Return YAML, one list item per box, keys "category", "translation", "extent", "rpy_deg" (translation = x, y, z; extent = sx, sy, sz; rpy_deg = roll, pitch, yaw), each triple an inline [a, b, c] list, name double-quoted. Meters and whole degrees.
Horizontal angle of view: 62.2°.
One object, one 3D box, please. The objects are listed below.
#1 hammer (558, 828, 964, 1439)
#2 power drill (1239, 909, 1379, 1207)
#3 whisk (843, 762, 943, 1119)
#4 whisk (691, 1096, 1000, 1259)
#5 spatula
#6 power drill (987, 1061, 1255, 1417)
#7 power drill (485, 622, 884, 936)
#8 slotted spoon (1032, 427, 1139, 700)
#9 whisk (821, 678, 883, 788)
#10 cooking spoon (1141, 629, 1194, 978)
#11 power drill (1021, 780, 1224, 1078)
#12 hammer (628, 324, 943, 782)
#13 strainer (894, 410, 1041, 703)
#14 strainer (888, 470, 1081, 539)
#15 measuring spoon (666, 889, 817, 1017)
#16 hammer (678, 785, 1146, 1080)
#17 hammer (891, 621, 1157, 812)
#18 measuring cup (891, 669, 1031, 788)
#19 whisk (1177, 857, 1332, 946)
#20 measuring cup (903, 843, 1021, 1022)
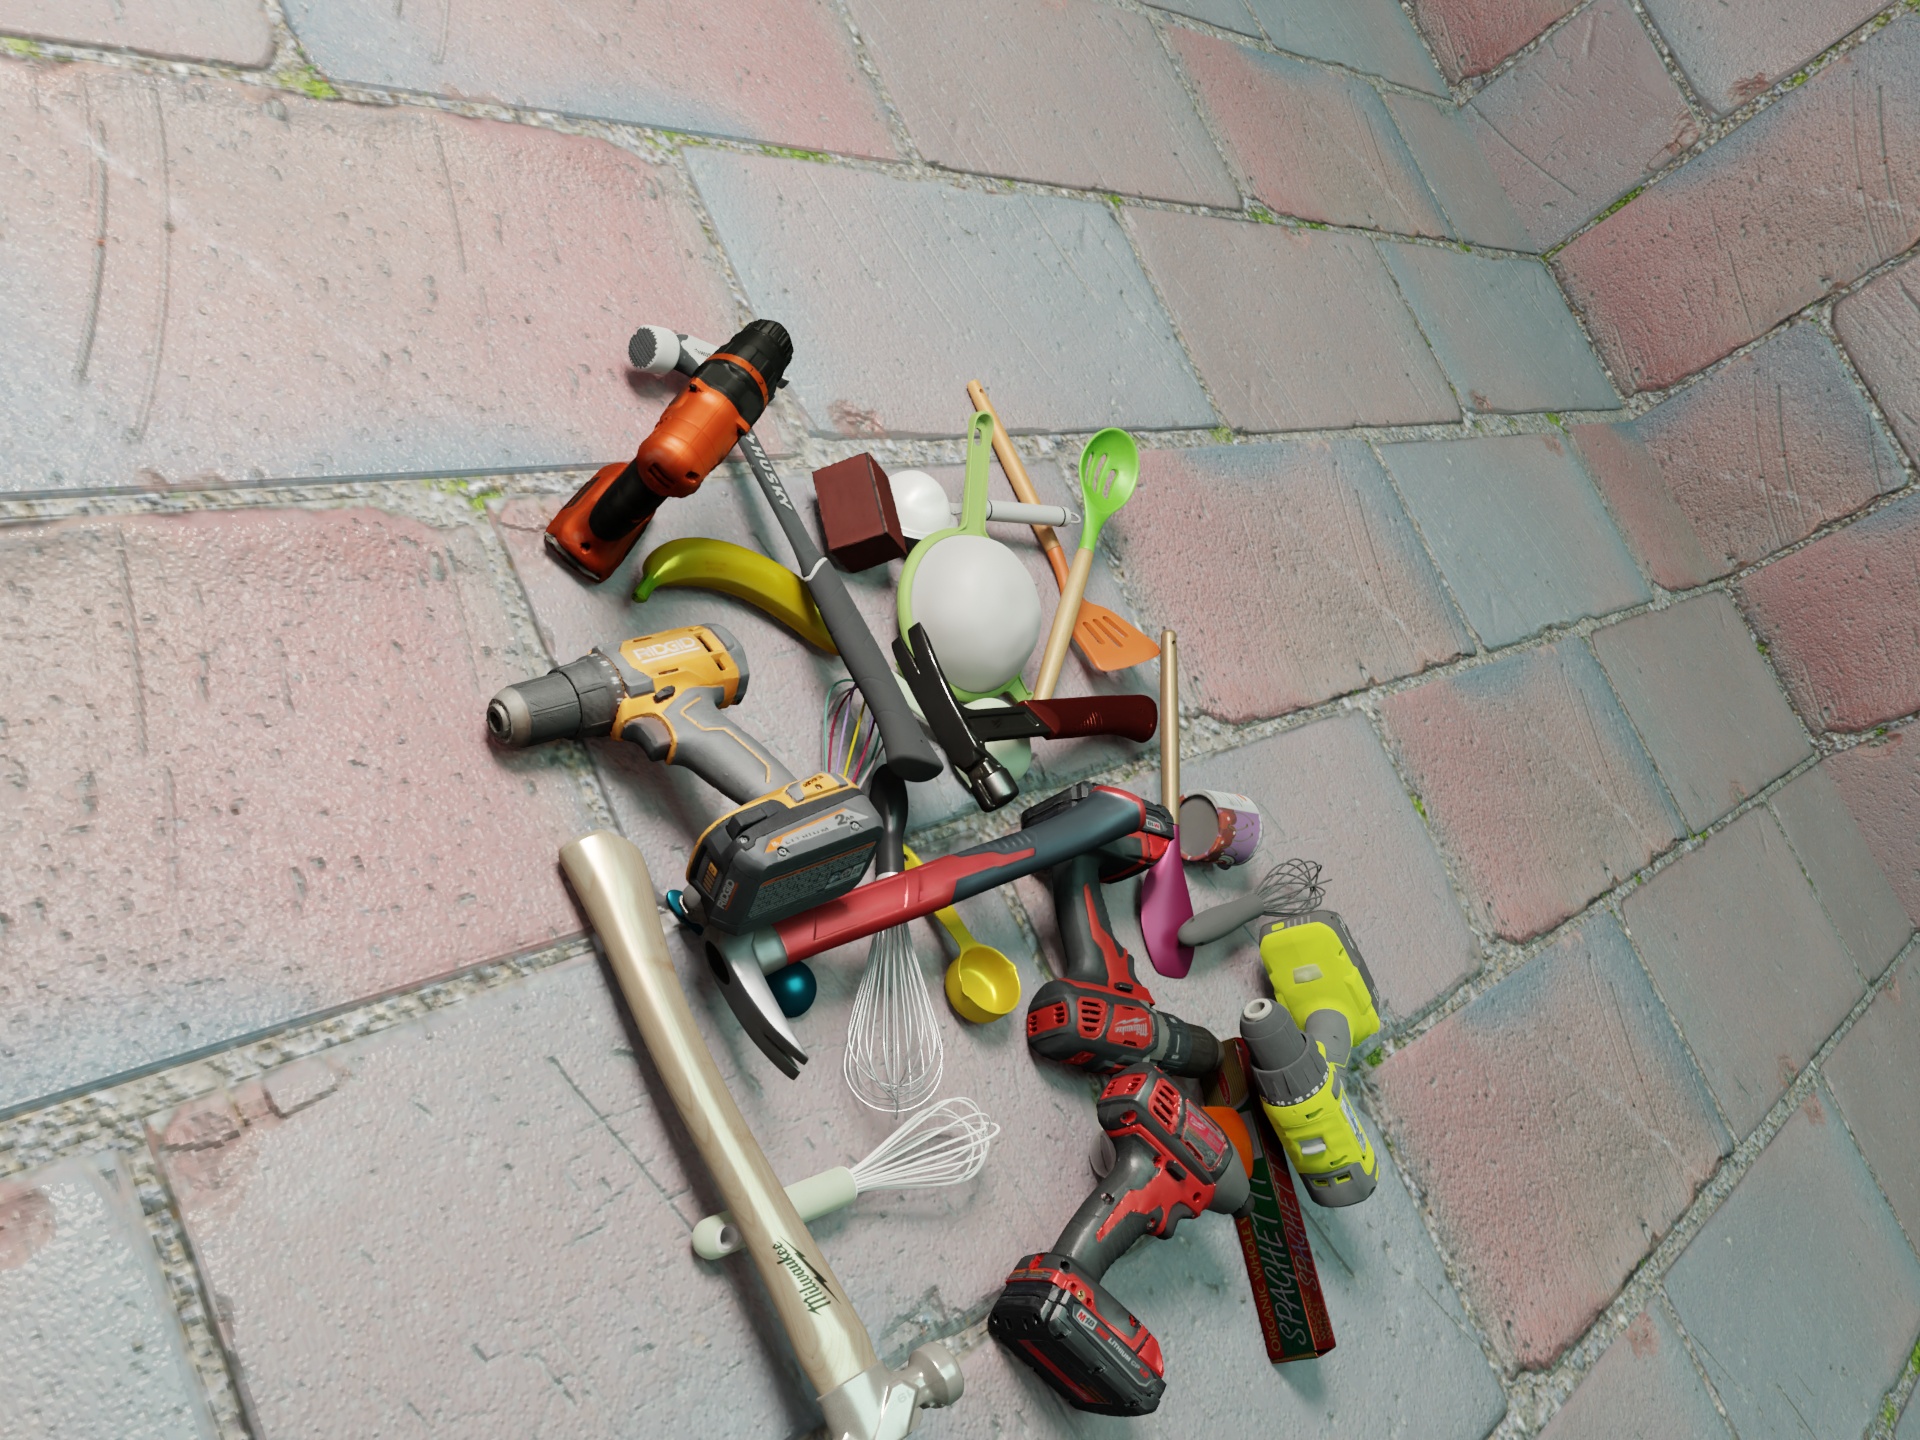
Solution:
- category: "hammer"
  translation: [-0.153, 0.253, 0.963]
  extent: [0.146, 0.038, 0.411]
  rpy_deg: [-18, 72, -38]
- category: "power drill"
  translation: [0.291, 0.262, 1.330]
  extent: [0.190, 0.080, 0.229]
  rpy_deg: [61, 26, -20]
- category: "whisk"
  translation: [-0.049, 0.149, 1.148]
  extent: [0.070, 0.070, 0.285]
  rpy_deg: [24, 46, -32]
- category: "whisk"
  translation: [-0.070, 0.301, 1.039]
  extent: [0.246, 0.059, 0.058]
  rpy_deg: [-9, 89, -42]
- category: "spatula"
  translation: [0.083, -0.186, 1.495]
  extent: [0.081, 0.041, 0.323]
  rpy_deg: [-17, 76, -36]
- category: "power drill"
  translation: [0.126, 0.368, 1.128]
  extent: [0.143, 0.078, 0.220]
  rpy_deg: [46, 54, -13]
- category: "power drill"
  translation: [-0.181, 0.032, 1.034]
  extent: [0.185, 0.084, 0.226]
  rpy_deg: [-17, 54, -42]
- category: "slotted spoon"
  translation: [0.105, -0.132, 1.445]
  extent: [0.070, 0.031, 0.314]
  rpy_deg: [33, 61, -30]
- category: "whisk"
  translation: [-0.092, 0.062, 1.169]
  extent: [0.051, 0.047, 0.245]
  rpy_deg: [33, 49, -27]
- category: "cooking spoon"
  translation: [0.187, 0.069, 1.414]
  extent: [0.068, 0.017, 0.319]
  rpy_deg: [17, 66, -37]
- category: "power drill"
  translation: [0.134, 0.179, 1.290]
  extent: [0.187, 0.080, 0.227]
  rpy_deg: [19, 56, -35]
- category: "hammer"
  translation: [-0.117, -0.130, 1.219]
  extent: [0.149, 0.036, 0.409]
  rpy_deg: [-2, 59, -55]
- category: "strainer"
  translation: [0.027, -0.144, 1.339]
  extent: [0.151, 0.069, 0.256]
  rpy_deg: [14, 75, -41]
- category: "strainer"
  translation: [0.013, -0.190, 1.409]
  extent: [0.258, 0.050, 0.087]
  rpy_deg: [-1, 44, -40]
- category: "measuring spoon"
  translation: [-0.145, 0.153, 1.075]
  extent: [0.128, 0.021, 0.042]
  rpy_deg: [42, 43, -16]
- category: "hammer"
  translation: [-0.002, 0.127, 1.132]
  extent: [0.386, 0.038, 0.143]
  rpy_deg: [-16, 61, -38]
- category: "hammer"
  translation: [0.074, -0.009, 1.313]
  extent: [0.359, 0.036, 0.149]
  rpy_deg: [-5, 63, -61]
- category: "measuring cup"
  translation: [-0.002, -0.004, 1.280]
  extent: [0.167, 0.038, 0.083]
  rpy_deg: [38, 43, -36]
- category: "whisk"
  translation: [0.266, 0.168, 1.433]
  extent: [0.239, 0.055, 0.055]
  rpy_deg: [-12, 74, -49]
- category: "measuring cup"
  translation: [-0.013, 0.161, 1.204]
  extent: [0.062, 0.029, 0.157]
  rpy_deg: [-17, 67, -48]
